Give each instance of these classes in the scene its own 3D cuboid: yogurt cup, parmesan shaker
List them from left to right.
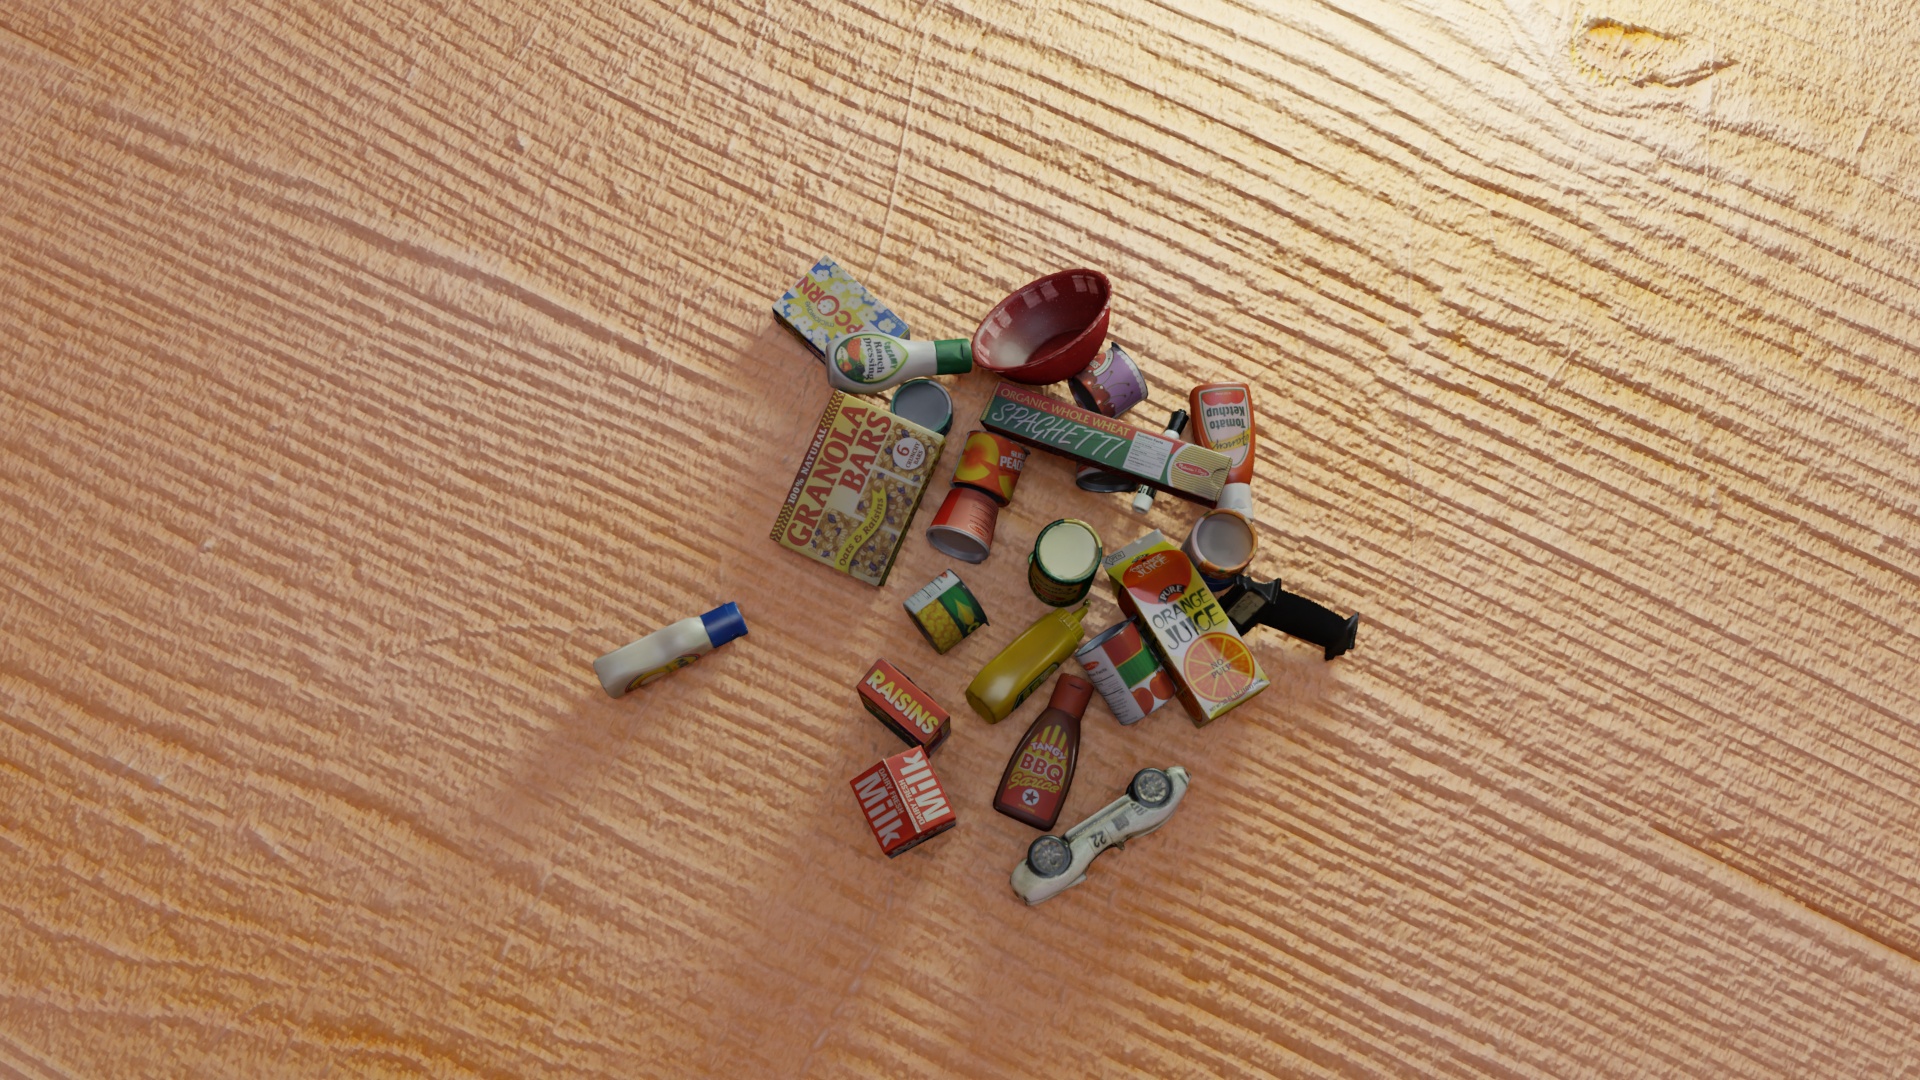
[{"bbox_3d":[0.005,-0.018,1.404,0.072,0.072,0.054,19,67,5],"label":"yogurt cup"},{"bbox_3d":[0.100,0.022,1.372,0.071,0.103,0.071,0,74,0],"label":"parmesan shaker"}]

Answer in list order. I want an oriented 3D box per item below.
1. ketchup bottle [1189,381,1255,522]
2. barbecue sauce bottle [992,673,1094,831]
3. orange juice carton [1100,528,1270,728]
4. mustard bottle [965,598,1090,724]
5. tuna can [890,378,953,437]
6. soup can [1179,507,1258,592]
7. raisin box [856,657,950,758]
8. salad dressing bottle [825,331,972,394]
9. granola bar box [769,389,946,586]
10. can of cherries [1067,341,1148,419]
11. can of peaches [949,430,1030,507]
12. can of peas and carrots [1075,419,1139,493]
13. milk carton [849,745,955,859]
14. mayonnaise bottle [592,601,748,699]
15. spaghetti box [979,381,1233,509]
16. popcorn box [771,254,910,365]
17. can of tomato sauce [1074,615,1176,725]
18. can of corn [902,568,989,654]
[{"bbox_3d":[0.276,-0.089,1.437,0.065,0.043,0.149,-4,75,-2],"label":"ketchup bottle"},{"bbox_3d":[0.087,0.203,1.351,0.065,0.043,0.149,22,75,7],"label":"barbecue sauce bottle"},{"bbox_3d":[0.217,0.083,1.371,0.072,0.073,0.193,-29,76,-8],"label":"orange juice carton"},{"bbox_3d":[0.075,0.112,1.368,0.161,0.065,0.049,-42,74,-15],"label":"mustard bottle"},{"bbox_3d":[-0.043,-0.133,1.452,0.071,0.032,0.071,0,74,-1],"label":"tuna can"},{"bbox_3d":[0.259,0.010,1.387,0.071,0.083,0.071,0,74,-1],"label":"soup can"},{"bbox_3d":[-0.052,0.161,1.320,0.086,0.123,0.040,39,78,10],"label":"raisin box"},{"bbox_3d":[-0.063,-0.185,1.426,0.148,0.044,0.064,-6,80,-11],"label":"salad dressing bottle"},{"bbox_3d":[-0.103,-0.052,1.407,0.124,0.039,0.165,24,88,6],"label":"granola bar box"},{"bbox_3d":[0.151,-0.162,1.444,0.058,0.071,0.071,-34,77,-8],"label":"can of cherries"},{"bbox_3d":[0.030,-0.072,1.417,0.071,0.071,0.058,19,76,5],"label":"can of peaches"},{"bbox_3d":[0.153,-0.086,1.424,0.071,0.070,0.059,1,74,0],"label":"can of peas and carrots"},{"bbox_3d":[-0.051,0.239,1.262,0.073,0.190,0.072,-26,76,-7],"label":"milk carton"},{"bbox_3d":[-0.284,0.106,1.367,0.148,0.064,0.041,-25,75,-11],"label":"mayonnaise bottle"},{"bbox_3d":[0.143,-0.096,1.376,0.250,0.028,0.050,20,77,14],"label":"spaghetti box"},{"bbox_3d":[-0.126,-0.230,1.476,0.127,0.038,0.085,42,79,11],"label":"popcorn box"},{"bbox_3d":[0.163,0.127,1.354,0.071,0.071,0.083,-33,91,-9],"label":"can of tomato sauce"},{"bbox_3d":[-0.014,0.073,1.376,0.058,0.071,0.071,-36,78,-9],"label":"can of corn"}]
